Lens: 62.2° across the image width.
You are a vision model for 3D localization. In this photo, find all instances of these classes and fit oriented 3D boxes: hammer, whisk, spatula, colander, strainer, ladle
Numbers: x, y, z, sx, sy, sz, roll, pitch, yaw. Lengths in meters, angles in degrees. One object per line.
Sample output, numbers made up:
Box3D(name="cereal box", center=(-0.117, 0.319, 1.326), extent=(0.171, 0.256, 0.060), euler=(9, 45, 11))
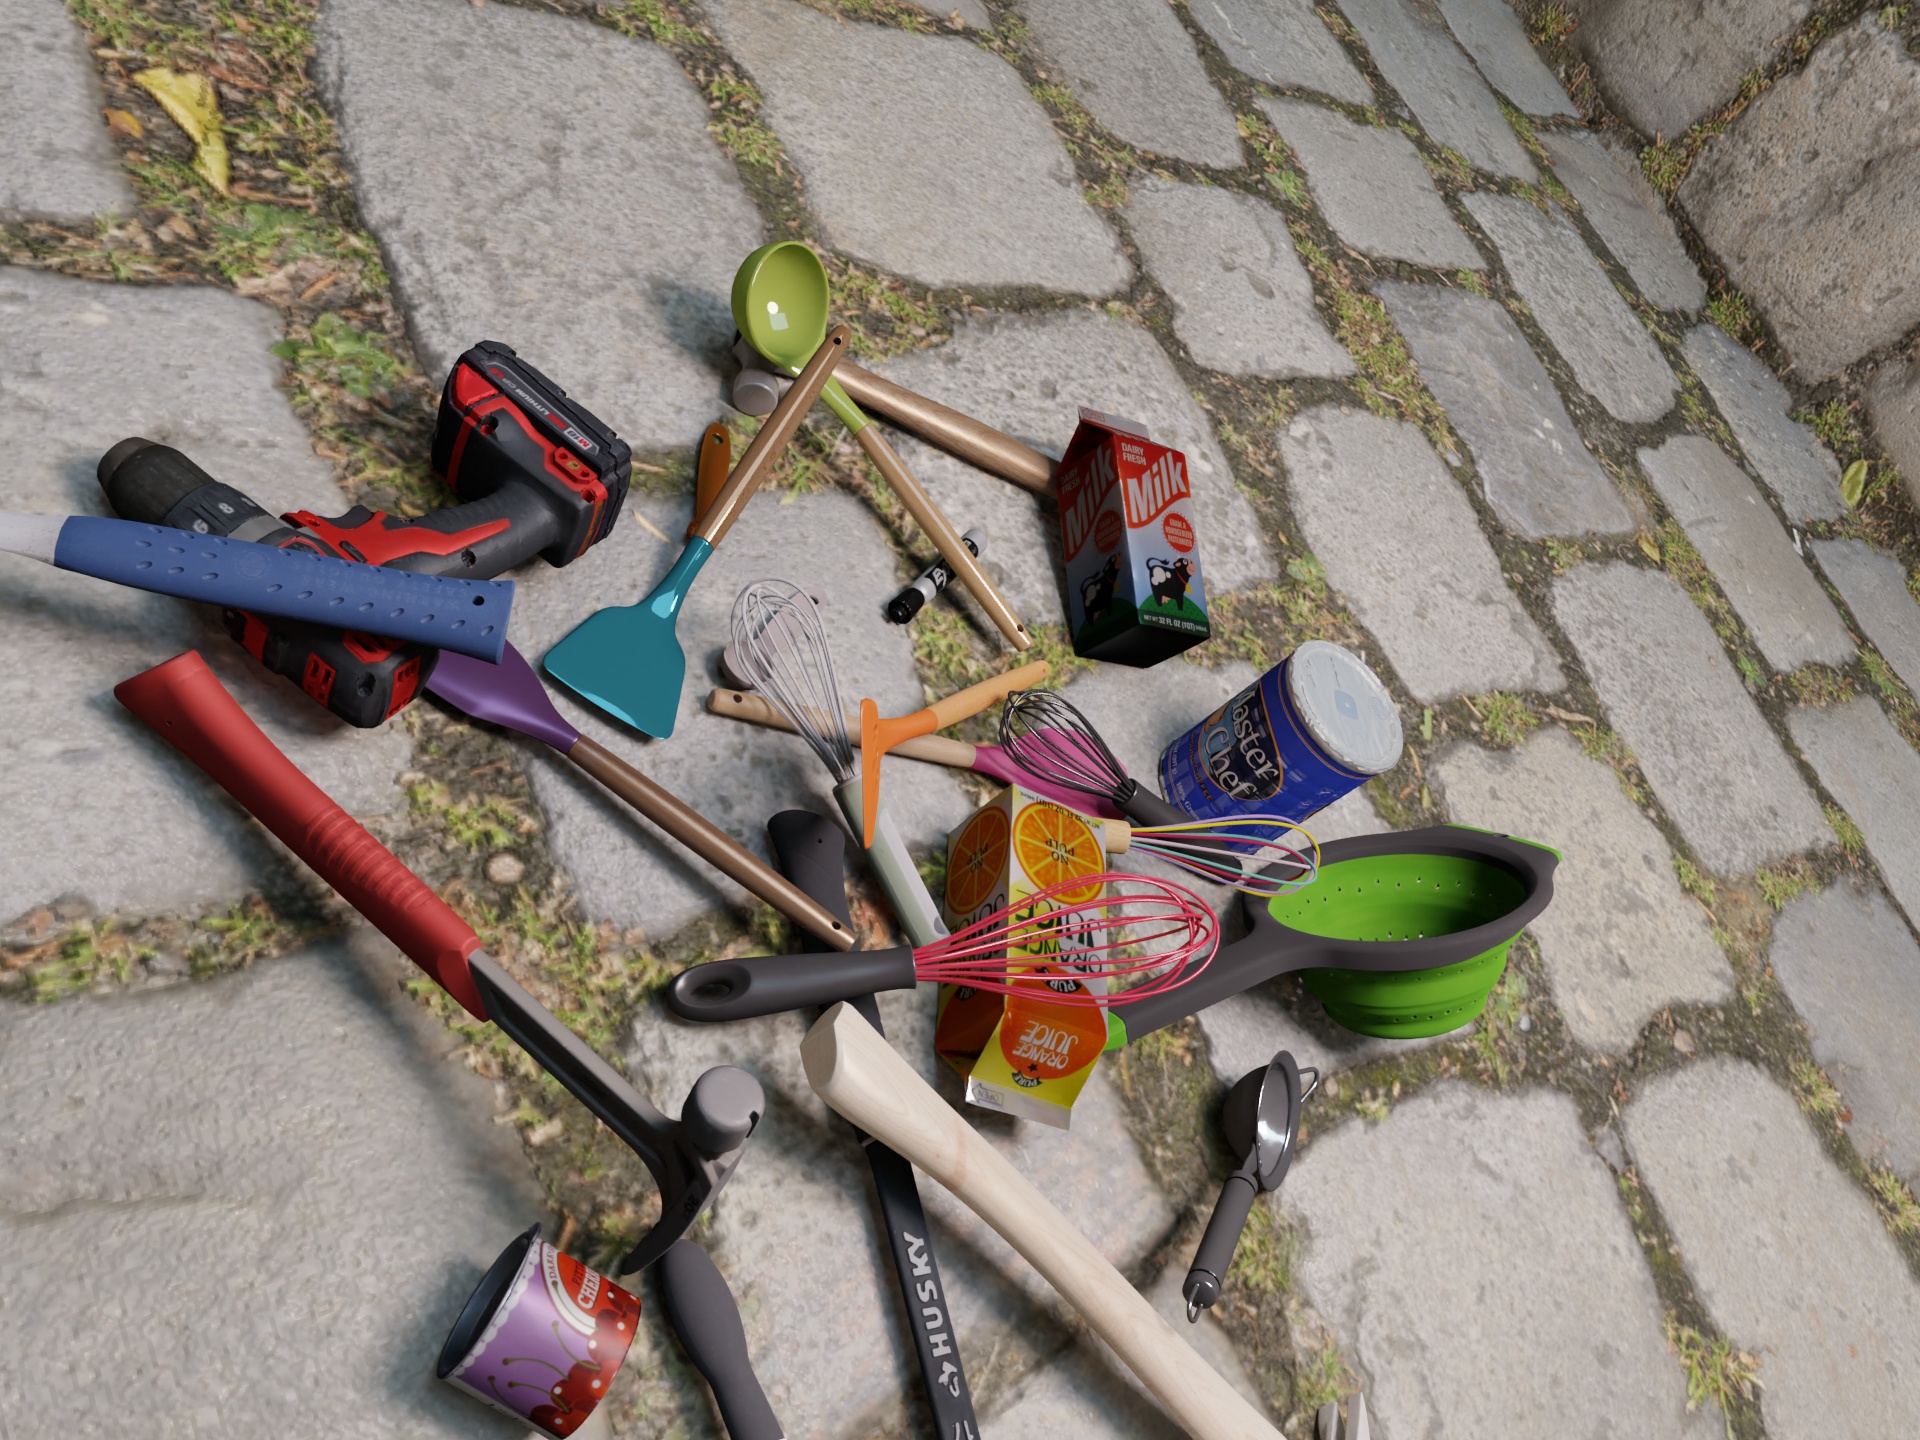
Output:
Box3D(name="hammer", center=(-0.405, -0.075, 0.694), extent=(0.405, 0.035, 0.144), euler=(10, 55, -17))
Box3D(name="whisk", center=(-0.067, 0.029, 0.932), extent=(0.246, 0.059, 0.058), euler=(63, 21, 0))
Box3D(name="spatula", center=(-0.002, -0.003, 0.974), extent=(0.322, 0.041, 0.081), euler=(-26, 118, -62))
Box3D(name="colander", center=(0.231, 0.176, 1.049), extent=(0.397, 0.205, 0.094), euler=(-18, 107, -29))
Box3D(name="hammer", center=(-0.041, 0.233, 0.831), extent=(0.149, 0.036, 0.409), euler=(2, 59, -37))
Box3D(name="strainer", center=(0.164, 0.268, 0.933), extent=(0.258, 0.050, 0.086), euler=(-38, 124, -62))
Box3D(name="whisk", center=(0.112, 0.050, 1.063), extent=(0.238, 0.055, 0.055), euler=(35, 43, -29))
Box3D(name="ladle", center=(-0.044, -0.180, 1.072), extent=(0.078, 0.062, 0.320), euler=(-41, 97, -36))
Box3D(name="whisk", center=(-0.006, 0.127, 0.840), extent=(0.296, 0.073, 0.073), euler=(-6, 61, -8))
Box3D(name="hammer", center=(0.074, 0.294, 0.836), extent=(0.410, 0.038, 0.146), euler=(47, 31, -9))
Box3D(name="whisk", center=(0.127, 0.084, 1.041), extent=(0.245, 0.047, 0.051), euler=(8, 43, -17))
Box3D(name="whisk", center=(-0.070, 0.356, 0.689), extent=(0.070, 0.070, 0.285), euler=(-7, 55, -42))
Box3D(name="hammer", center=(-0.247, 0.099, 0.724), extent=(0.359, 0.149, 0.037), euler=(40, 42, 7))
Box3D(name="spatula", center=(-0.185, 0.027, 0.854), extent=(0.316, 0.018, 0.060), euler=(37, 43, -2))
Box3D(name="hammer", center=(-0.016, -0.222, 1.182), extent=(0.331, 0.031, 0.130), euler=(21, 50, -27))
Box3D(name="spatula", center=(-0.140, -0.129, 0.966), extent=(0.082, 0.044, 0.318), euler=(33, 65, -11))

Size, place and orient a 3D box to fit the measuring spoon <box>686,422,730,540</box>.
Box3D(name="measuring spoon", center=(-0.163, -0.152, 1.029), extent=(0.021, 0.011, 0.117), euler=(24, 44, -25))

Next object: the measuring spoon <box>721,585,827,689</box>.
Box3D(name="measuring spoon", center=(-0.115, -0.052, 0.995), extent=(0.034, 0.018, 0.124), euler=(42, 36, -4))

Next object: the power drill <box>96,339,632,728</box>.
Box3D(name="power drill", center=(-0.305, -0.115, 0.835), extent=(0.188, 0.080, 0.227), euler=(39, 46, 3))

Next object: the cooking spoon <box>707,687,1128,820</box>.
Box3D(name="cooking spoon", center=(-0.015, 0.018, 1.018), extent=(0.318, 0.017, 0.069), euler=(14, 63, -32))
